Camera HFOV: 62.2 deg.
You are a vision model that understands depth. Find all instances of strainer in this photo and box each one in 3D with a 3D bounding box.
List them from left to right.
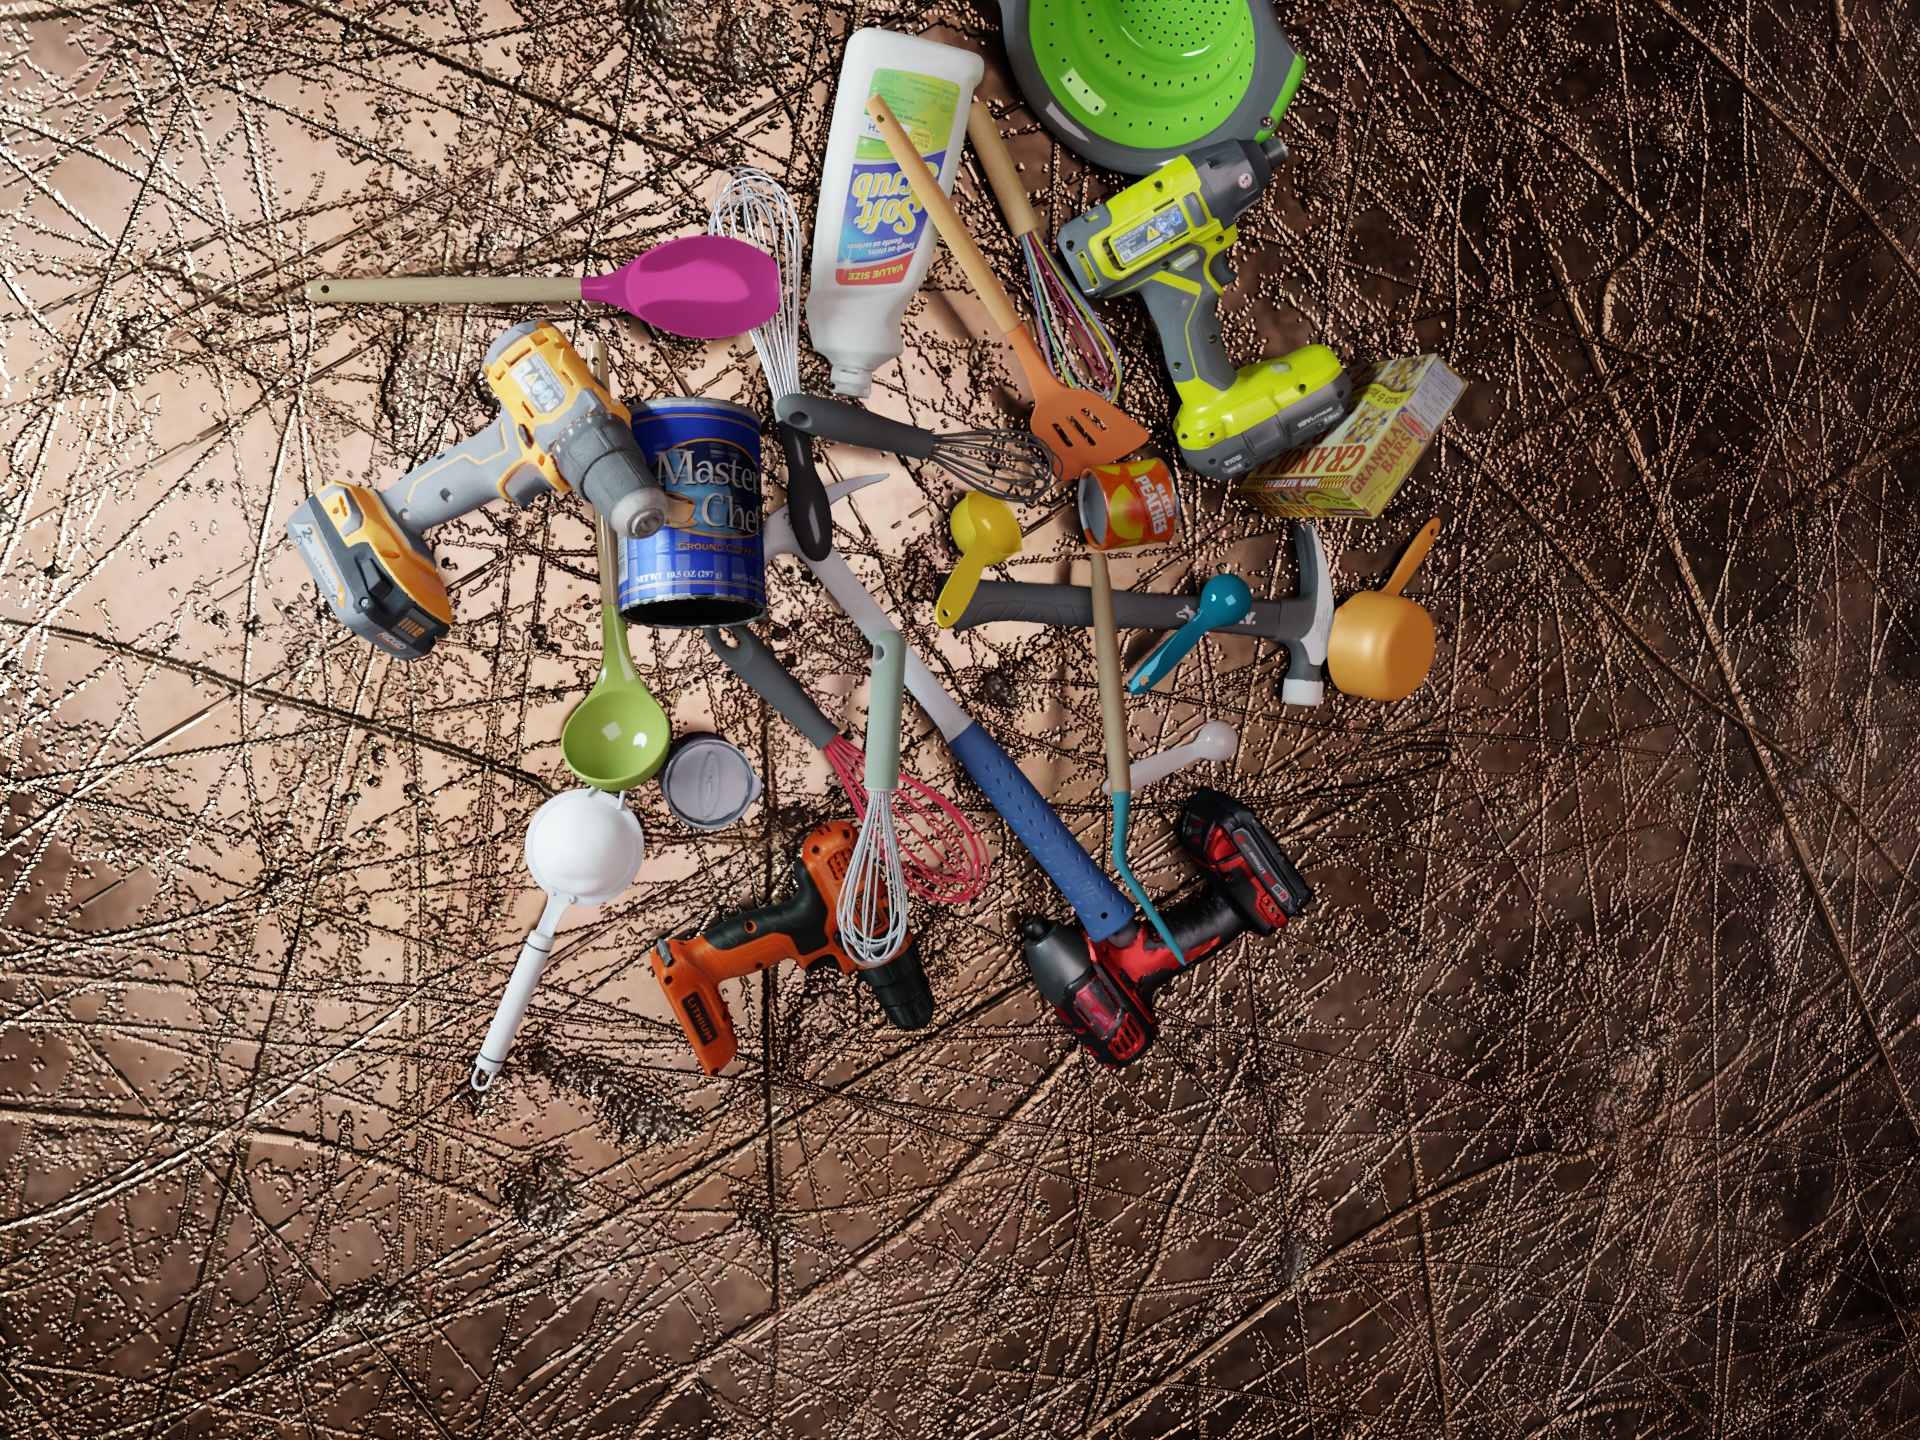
[{"bbox_3d":[-0.303,0.155,1.163,0.087,0.050,0.258,23,93,-2],"label":"strainer"}]

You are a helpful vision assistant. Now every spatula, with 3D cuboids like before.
[{"bbox_3d":[0.026,-0.309,1.156,0.081,0.041,0.322,-24,116,26],"label":"spatula"},{"bbox_3d":[0.130,0.028,1.208,0.044,0.082,0.317,-6,85,3],"label":"spatula"}]

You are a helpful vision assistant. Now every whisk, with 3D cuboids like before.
[{"bbox_3d":[-0.127,-0.253,1.133,0.070,0.070,0.284,-12,92,-14],"label":"whisk"},{"bbox_3d":[-0.087,0.029,1.201,0.073,0.073,0.295,-44,100,-7],"label":"whisk"},{"bbox_3d":[-0.057,0.057,1.157,0.059,0.058,0.246,2,93,-39],"label":"whisk"},{"bbox_3d":[-0.025,-0.201,1.151,0.238,0.055,0.055,9,95,-33],"label":"whisk"},{"bbox_3d":[0.063,-0.350,1.202,0.051,0.047,0.245,-27,100,-10],"label":"whisk"}]

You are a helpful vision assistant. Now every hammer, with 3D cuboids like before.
[{"bbox_3d":[-0.002,-0.004,1.193,0.144,0.035,0.405,-39,97,0],"label":"hammer"},{"bbox_3d":[0.143,-0.093,1.261,0.334,0.035,0.146,3,97,-16],"label":"hammer"}]

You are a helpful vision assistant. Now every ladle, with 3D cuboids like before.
[{"bbox_3d":[-0.252,-0.109,1.136,0.078,0.062,0.320,-2,95,0],"label":"ladle"}]

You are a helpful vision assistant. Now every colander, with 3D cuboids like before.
[{"bbox_3d":[0.070,-0.552,1.151,0.397,0.204,0.094,30,53,-2],"label":"colander"}]

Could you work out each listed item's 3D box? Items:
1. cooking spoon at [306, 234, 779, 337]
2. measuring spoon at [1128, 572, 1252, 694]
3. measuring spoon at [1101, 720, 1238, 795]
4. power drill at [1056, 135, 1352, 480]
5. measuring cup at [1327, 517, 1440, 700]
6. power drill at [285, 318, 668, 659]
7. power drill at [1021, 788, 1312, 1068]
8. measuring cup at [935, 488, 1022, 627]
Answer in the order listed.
[{"bbox_3d":[-0.284,-0.295,1.087,0.319,0.017,0.068,-1,100,-3],"label":"cooking spoon"},{"bbox_3d":[0.181,-0.064,1.245,0.128,0.021,0.042,-44,107,-7],"label":"measuring spoon"},{"bbox_3d":[0.172,0.035,1.293,0.124,0.018,0.034,-22,103,-11],"label":"measuring spoon"},{"bbox_3d":[0.196,-0.308,1.184,0.171,0.080,0.223,-27,118,12],"label":"power drill"},{"bbox_3d":[0.369,-0.094,1.305,0.095,0.052,0.174,43,75,-39],"label":"measuring cup"},{"bbox_3d":[-0.311,-0.138,1.051,0.226,0.084,0.185,-39,64,0],"label":"power drill"},{"bbox_3d":[0.158,0.161,1.278,0.219,0.078,0.143,-40,105,-5],"label":"power drill"},{"bbox_3d":[0.002,-0.113,1.175,0.062,0.029,0.157,44,42,-18],"label":"measuring cup"}]
